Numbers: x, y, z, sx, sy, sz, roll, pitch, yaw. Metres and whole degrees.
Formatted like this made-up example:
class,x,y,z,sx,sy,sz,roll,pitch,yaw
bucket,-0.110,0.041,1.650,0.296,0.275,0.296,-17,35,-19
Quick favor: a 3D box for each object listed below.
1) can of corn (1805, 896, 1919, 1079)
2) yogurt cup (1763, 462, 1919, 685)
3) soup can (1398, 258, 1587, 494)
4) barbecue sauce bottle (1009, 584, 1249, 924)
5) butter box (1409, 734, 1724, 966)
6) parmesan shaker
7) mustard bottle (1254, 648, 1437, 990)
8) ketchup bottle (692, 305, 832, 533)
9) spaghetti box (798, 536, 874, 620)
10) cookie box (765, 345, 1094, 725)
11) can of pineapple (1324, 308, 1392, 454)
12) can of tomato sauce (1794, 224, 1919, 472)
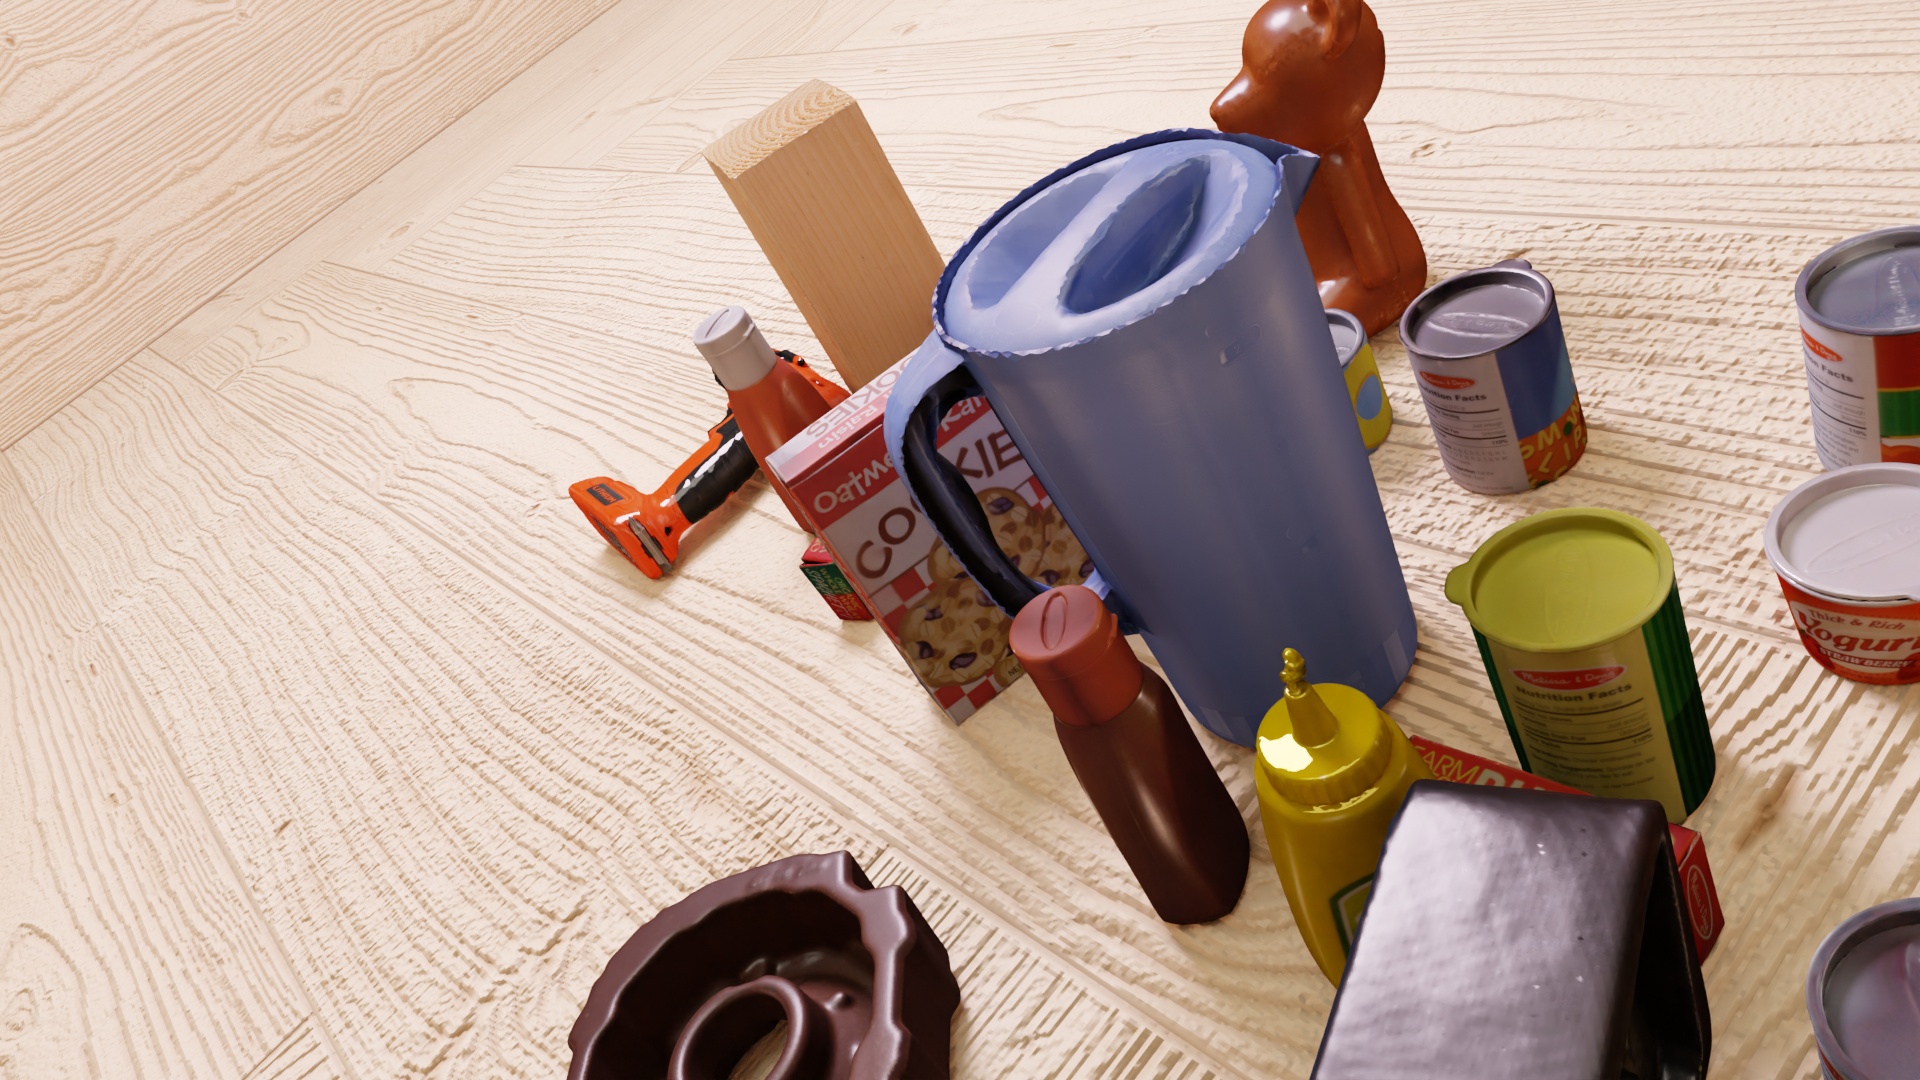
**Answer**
class,x,y,z,sx,sy,sz,roll,pitch,yaw
can of corn,0.270,0.139,0.371,0.071,0.058,0.071,-21,36,16
yogurt cup,0.325,0.014,0.491,0.072,0.053,0.073,-21,36,16
soup can,0.247,-0.074,0.636,0.071,0.083,0.072,-21,36,16
barbecue sauce bottle,0.066,0.079,0.524,0.043,0.148,0.065,-16,37,22
butter box,0.199,0.105,0.474,0.103,0.053,0.024,17,57,48
parmesan shaker,0.218,0.048,0.487,0.071,0.102,0.072,-21,36,16
mustard bottle,0.128,0.093,0.449,0.065,0.159,0.049,-28,34,5
ketchup bottle,-0.109,-0.076,0.854,0.043,0.148,0.065,-6,42,33
spaghetti box,-0.014,-0.057,0.846,0.028,0.050,0.251,1,46,39
cookie box,0.002,-0.008,0.667,0.123,0.166,0.040,-37,34,-8
can of pineapple,0.183,-0.078,0.713,0.071,0.057,0.071,-21,36,16
can of tomato sauce,0.367,-0.069,0.537,0.071,0.082,0.071,-21,36,16
